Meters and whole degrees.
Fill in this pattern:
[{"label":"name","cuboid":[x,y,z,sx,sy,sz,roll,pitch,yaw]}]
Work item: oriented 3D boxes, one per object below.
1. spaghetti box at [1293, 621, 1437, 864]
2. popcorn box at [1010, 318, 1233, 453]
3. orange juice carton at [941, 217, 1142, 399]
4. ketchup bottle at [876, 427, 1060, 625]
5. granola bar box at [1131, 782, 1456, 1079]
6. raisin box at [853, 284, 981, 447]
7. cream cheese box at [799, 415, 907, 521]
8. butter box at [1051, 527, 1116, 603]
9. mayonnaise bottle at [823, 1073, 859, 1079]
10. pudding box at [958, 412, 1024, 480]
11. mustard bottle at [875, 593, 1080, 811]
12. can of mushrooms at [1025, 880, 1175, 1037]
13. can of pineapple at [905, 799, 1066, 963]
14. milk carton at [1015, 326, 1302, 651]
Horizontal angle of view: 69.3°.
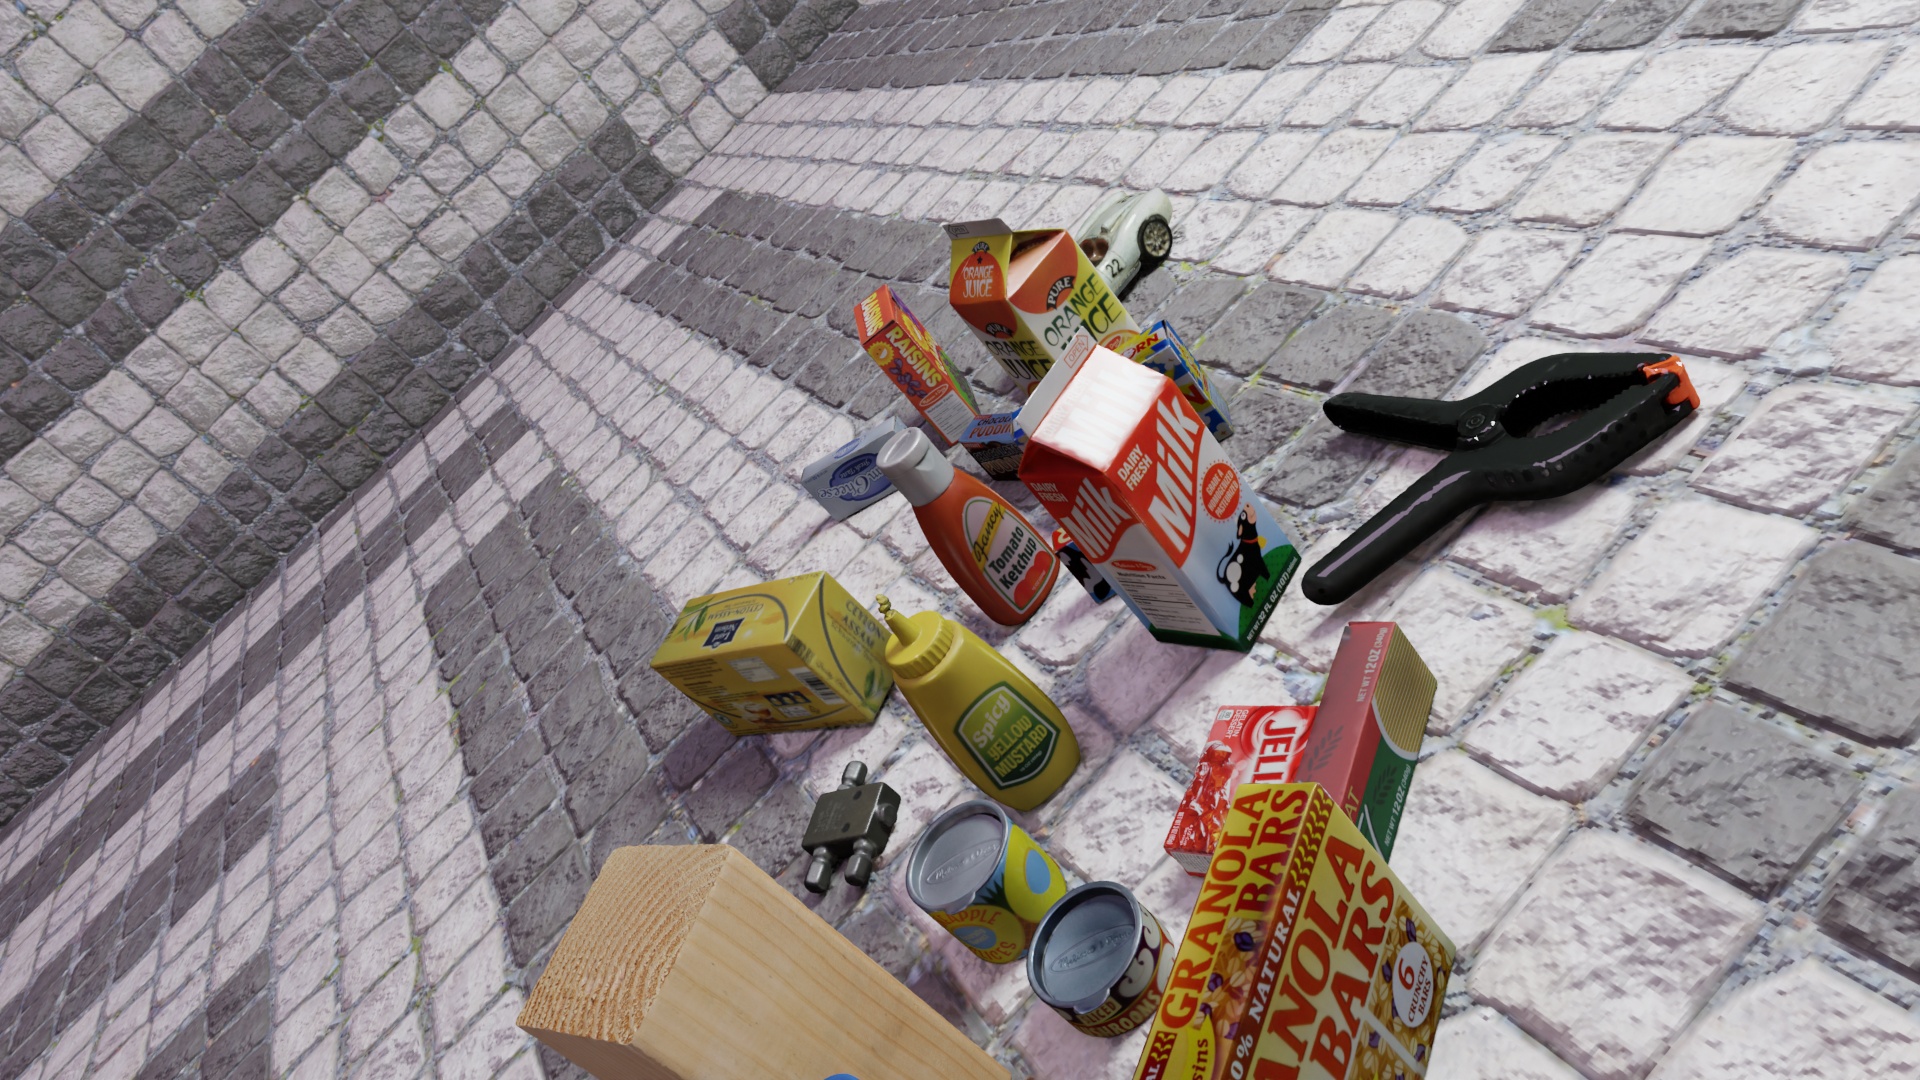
[{"label":"spaghetti box","cuboid":[0.159,0.147,0.609,0.028,0.050,0.251,-10,42,45]},{"label":"popcorn box","cuboid":[0.109,-0.080,0.943,0.126,0.085,0.038,-31,31,20]},{"label":"orange juice carton","cuboid":[0.063,-0.156,0.989,0.073,0.192,0.072,-52,30,-17]},{"label":"ketchup bottle","cuboid":[0.003,-0.011,0.913,0.043,0.148,0.065,1,50,52]},{"label":"granola bar box","cuboid":[0.122,0.193,0.515,0.039,0.124,0.166,-9,43,45]},{"label":"raisin box","cuboid":[-0.036,-0.148,1.174,0.040,0.123,0.086,-36,29,13]},{"label":"cream cheese box","cuboid":[-0.080,-0.060,1.181,0.103,0.053,0.024,-28,32,25]},{"label":"butter box","cuboid":[0.114,-0.007,0.871,0.103,0.053,0.024,-32,30,18]},{"label":"mayonnaise bottle","cuboid":[-0.007,0.264,0.553,0.041,0.147,0.065,-5,46,48]},{"label":"pudding box","cuboid":[0.043,-0.071,1.048,0.083,0.049,0.030,4,53,53]},{"label":"mustard bottle","cuboid":[0.002,0.085,0.772,0.065,0.160,0.049,-46,29,-5]},{"label":"can of mushrooms","cuboid":[0.067,0.202,0.665,0.071,0.033,0.071,-30,31,21]},{"label":"can of pineapple","cuboid":[0.014,0.182,0.733,0.071,0.057,0.071,-31,31,21]},{"label":"milk carton","cuboid":[0.102,-0.026,0.768,0.073,0.190,0.072,2,52,53]}]
